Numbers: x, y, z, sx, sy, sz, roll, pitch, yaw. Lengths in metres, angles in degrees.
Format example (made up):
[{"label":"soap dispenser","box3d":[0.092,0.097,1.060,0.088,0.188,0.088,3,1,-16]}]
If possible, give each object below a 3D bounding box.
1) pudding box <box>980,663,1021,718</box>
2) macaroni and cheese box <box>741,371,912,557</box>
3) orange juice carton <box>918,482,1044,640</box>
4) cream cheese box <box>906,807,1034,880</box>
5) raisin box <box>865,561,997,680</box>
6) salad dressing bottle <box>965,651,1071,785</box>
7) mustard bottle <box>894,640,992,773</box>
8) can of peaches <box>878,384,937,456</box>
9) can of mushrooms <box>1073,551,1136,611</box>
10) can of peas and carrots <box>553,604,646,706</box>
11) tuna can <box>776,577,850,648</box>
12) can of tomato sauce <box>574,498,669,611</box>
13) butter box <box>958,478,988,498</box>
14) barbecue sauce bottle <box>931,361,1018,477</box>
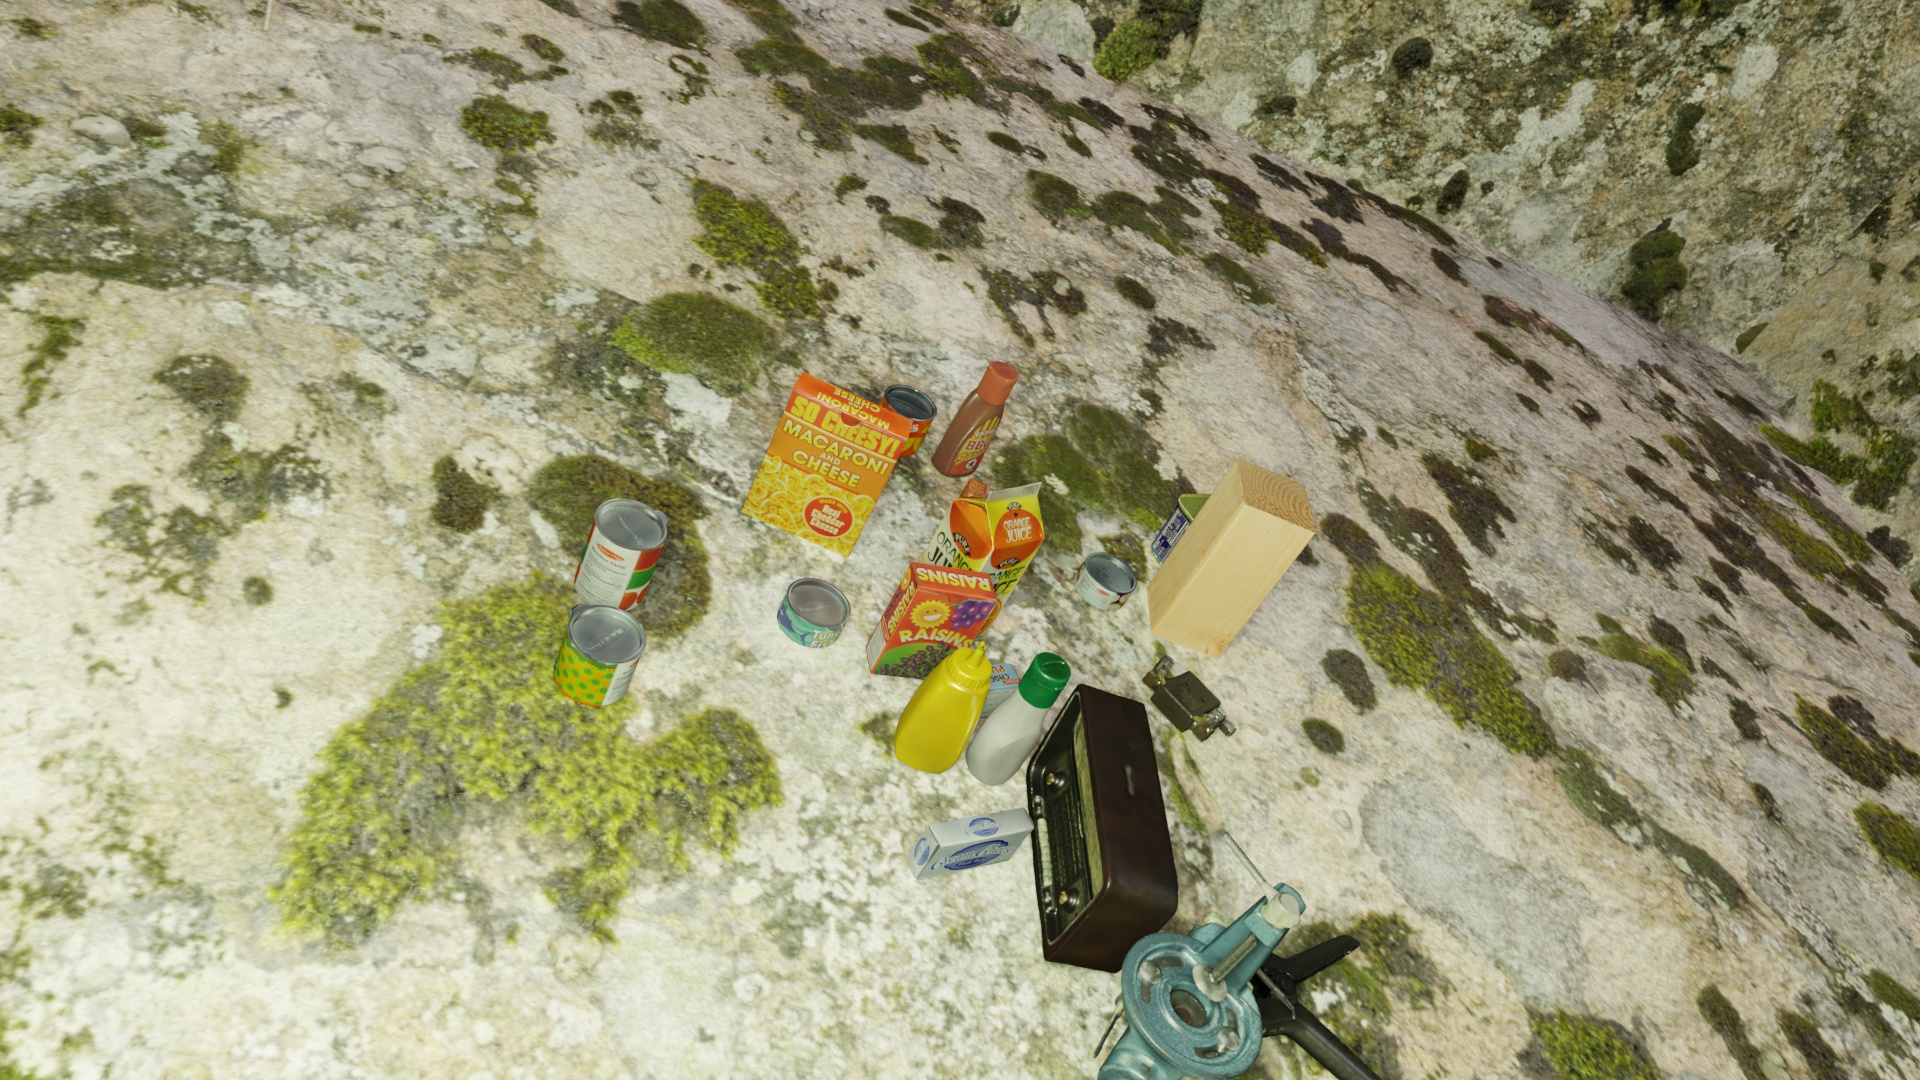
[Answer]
[{"label":"pudding box","box3d":[0.013,0.147,1.345,0.084,0.049,0.030,-2,46,-36]},{"label":"macaroni and cheese box","box3d":[-0.137,-0.074,1.413,0.124,0.165,0.040,24,36,-8]},{"label":"orange juice carton","box3d":[0.016,0.016,1.385,0.072,0.191,0.073,-10,51,-42]},{"label":"cream cheese box","box3d":[0.009,0.262,1.200,0.104,0.053,0.024,-2,46,-36]},{"label":"raisin box","box3d":[-0.029,0.080,1.335,0.086,0.122,0.040,10,40,-24]},{"label":"salad dressing bottle","box3d":[0.054,0.163,1.270,0.064,0.146,0.044,-6,48,-39]},{"label":"mustard bottle","box3d":[-0.007,0.143,1.243,0.065,0.159,0.049,23,36,-9]},{"label":"can of peaches","box3d":[-0.069,-0.140,1.632,0.071,0.057,0.071,19,37,-14]},{"label":"can of mushrooms","box3d":[0.166,0.046,1.586,0.071,0.033,0.071,18,37,-14]},{"label":"can of peas and carrots","box3d":[-0.309,0.097,1.181,0.071,0.058,0.071,19,37,-14]},{"label":"tuna can","box3d":[-0.141,0.072,1.346,0.071,0.032,0.071,18,37,-14]},{"label":"can of tomato sauce","box3d":[-0.308,0.014,1.262,0.071,0.082,0.071,19,37,-14]},{"label":"butter box","box3d":[0.005,-0.019,1.540,0.024,0.052,0.104,23,36,-9]},{"label":"barbecue sauce bottle","box3d":[0.020,-0.141,1.617,0.065,0.147,0.044,-15,55,-45]}]
